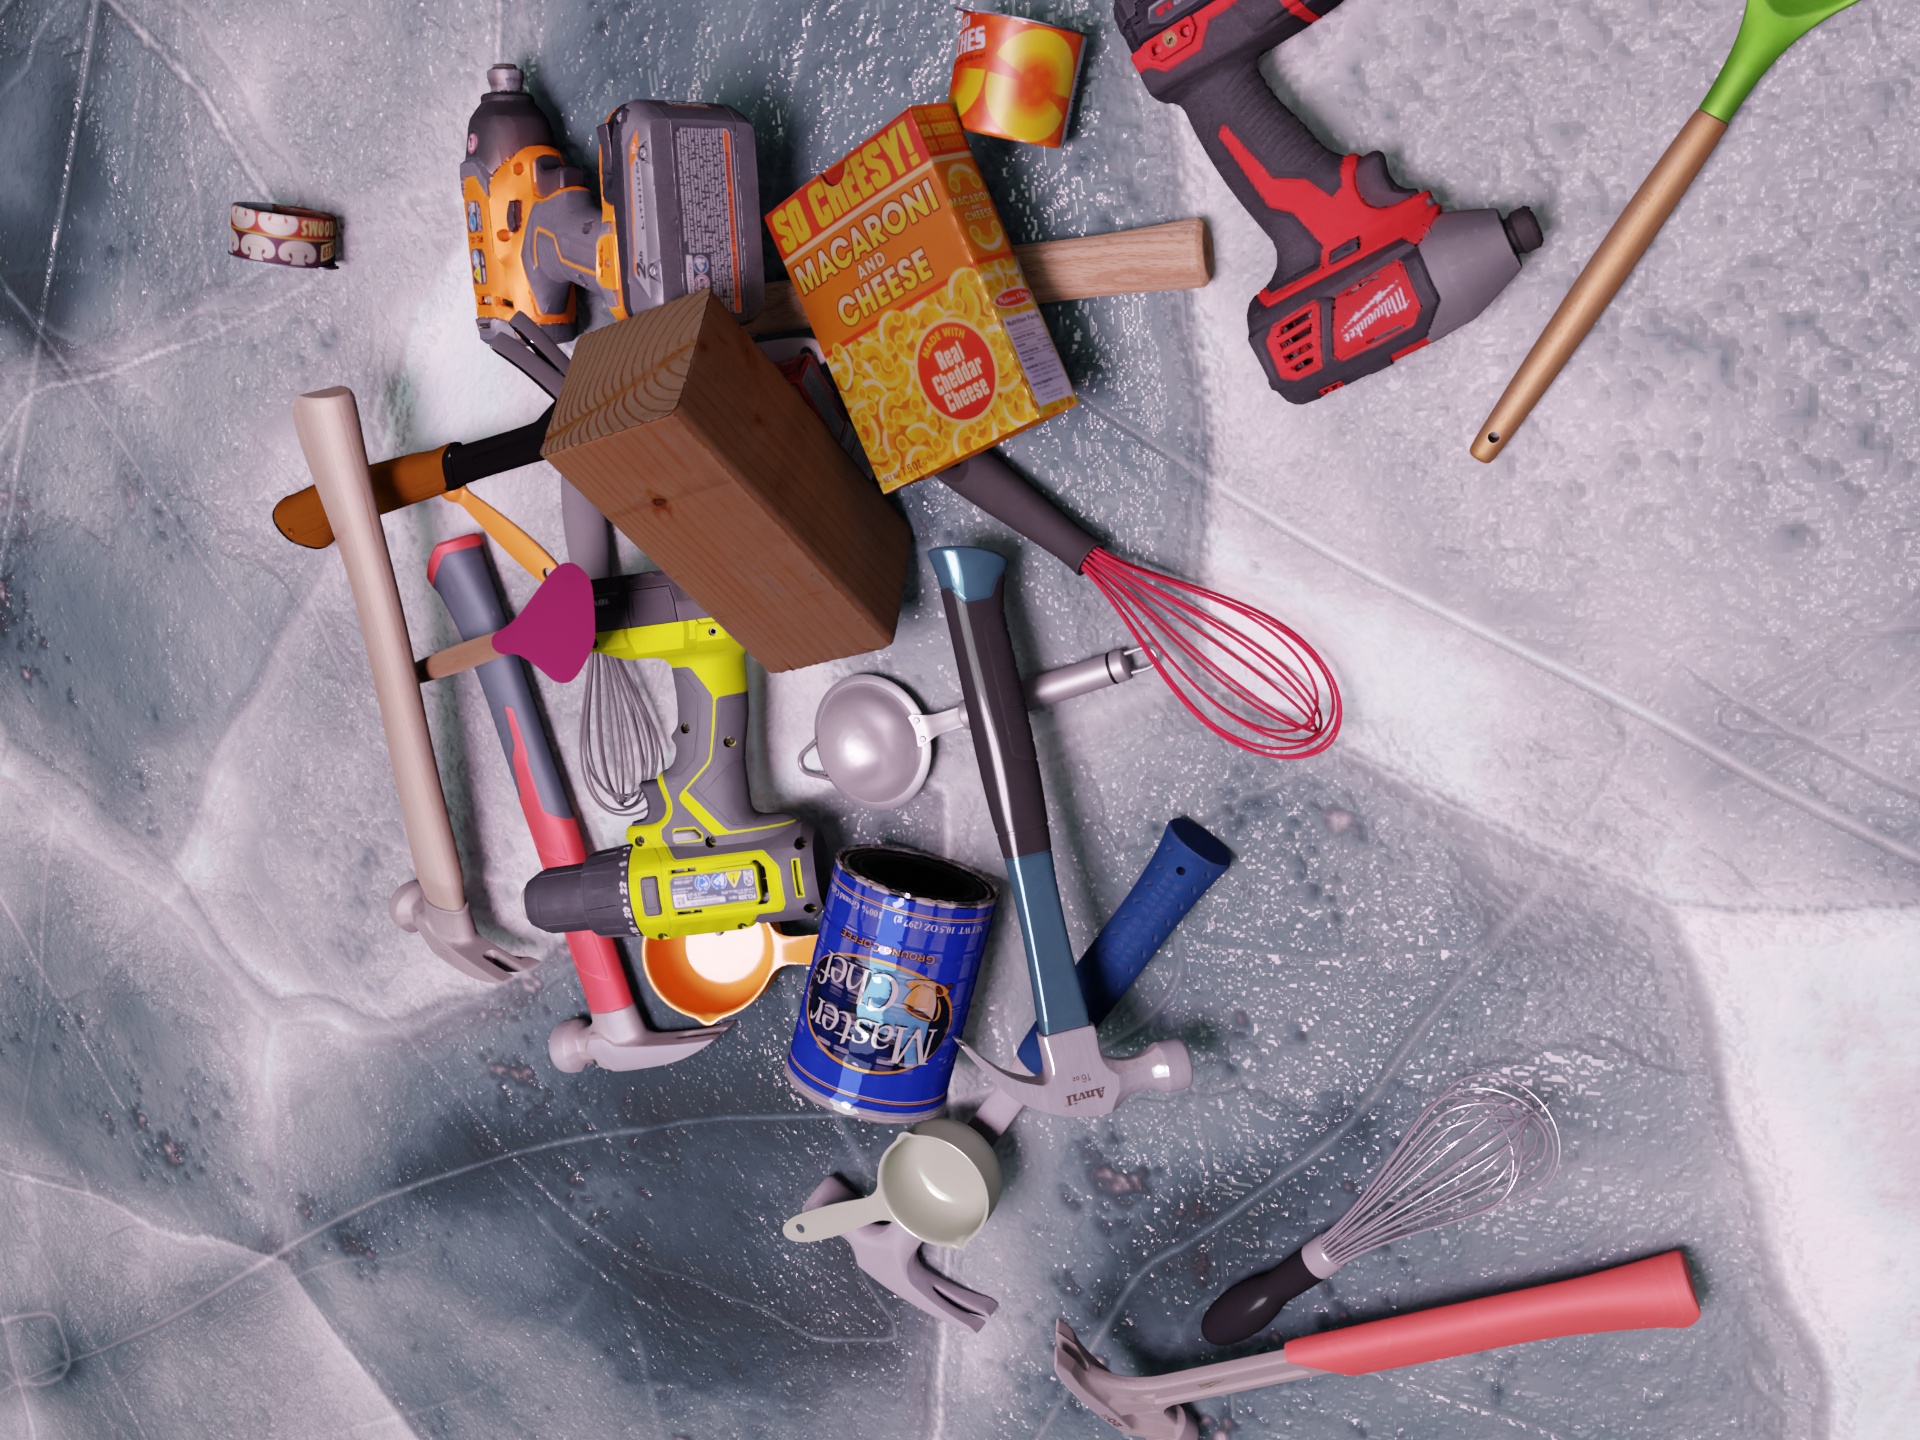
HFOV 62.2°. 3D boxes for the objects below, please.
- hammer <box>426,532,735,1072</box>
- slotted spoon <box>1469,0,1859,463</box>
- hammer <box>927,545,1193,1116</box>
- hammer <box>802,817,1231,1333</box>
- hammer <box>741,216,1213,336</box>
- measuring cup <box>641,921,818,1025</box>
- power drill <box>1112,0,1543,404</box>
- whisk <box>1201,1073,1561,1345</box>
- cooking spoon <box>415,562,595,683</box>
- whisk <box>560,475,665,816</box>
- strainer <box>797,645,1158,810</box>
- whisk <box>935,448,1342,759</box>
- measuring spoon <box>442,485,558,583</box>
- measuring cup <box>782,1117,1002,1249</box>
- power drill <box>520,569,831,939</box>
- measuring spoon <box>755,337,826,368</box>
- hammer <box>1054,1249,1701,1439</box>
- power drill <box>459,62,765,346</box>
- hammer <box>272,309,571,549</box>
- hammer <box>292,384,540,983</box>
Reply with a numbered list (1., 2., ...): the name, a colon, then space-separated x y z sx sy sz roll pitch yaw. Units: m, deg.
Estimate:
1. hammer: -0.273 0.057 1.094 0.143 0.038 0.386 -12 100 26
2. slotted spoon: 0.328 -0.255 0.733 0.070 0.031 0.313 33 118 9
3. hammer: 0.036 0.062 0.899 0.128 0.033 0.331 -12 91 -10
4. hammer: 0.046 0.226 0.998 0.144 0.035 0.405 38 117 11
5. hammer: -0.022 -0.246 0.894 0.331 0.031 0.130 -1 105 24
6. measuring cup: -0.119 0.149 1.046 0.173 0.052 0.095 -1 87 3
7. power drill: 0.178 -0.279 0.770 0.143 0.078 0.219 -23 97 28
8. whisk: 0.234 0.297 0.923 0.070 0.070 0.284 45 123 7
9. cooking spoon: -0.297 -0.045 0.998 0.319 0.017 0.069 -9 84 53
10. whisk: -0.233 -0.055 1.041 0.055 0.055 0.239 -2 99 25
11. strainer: -0.002 -0.003 0.952 0.258 0.050 0.087 -18 93 24
12. whisk: 0.086 -0.078 0.881 0.296 0.073 0.073 39 117 17
13. measuring spoon: -0.310 -0.126 1.072 0.117 0.011 0.021 41 117 9
14. measuring cup: -0.045 0.304 1.022 0.167 0.038 0.083 -26 93 31
15. power drill: -0.190 0.024 0.987 0.190 0.080 0.228 -7 95 5
16. measuring spoon: -0.133 -0.208 0.927 0.124 0.018 0.034 -2 105 24
17. hammer: 0.237 0.359 0.923 0.359 0.037 0.149 -23 127 24
18. power drill: -0.212 -0.298 0.912 0.227 0.084 0.164 13 112 44
19. hammer: -0.346 -0.165 1.024 0.337 0.034 0.127 -8 135 37
20. hammer: -0.367 -0.014 1.054 0.146 0.038 0.410 19 124 39
